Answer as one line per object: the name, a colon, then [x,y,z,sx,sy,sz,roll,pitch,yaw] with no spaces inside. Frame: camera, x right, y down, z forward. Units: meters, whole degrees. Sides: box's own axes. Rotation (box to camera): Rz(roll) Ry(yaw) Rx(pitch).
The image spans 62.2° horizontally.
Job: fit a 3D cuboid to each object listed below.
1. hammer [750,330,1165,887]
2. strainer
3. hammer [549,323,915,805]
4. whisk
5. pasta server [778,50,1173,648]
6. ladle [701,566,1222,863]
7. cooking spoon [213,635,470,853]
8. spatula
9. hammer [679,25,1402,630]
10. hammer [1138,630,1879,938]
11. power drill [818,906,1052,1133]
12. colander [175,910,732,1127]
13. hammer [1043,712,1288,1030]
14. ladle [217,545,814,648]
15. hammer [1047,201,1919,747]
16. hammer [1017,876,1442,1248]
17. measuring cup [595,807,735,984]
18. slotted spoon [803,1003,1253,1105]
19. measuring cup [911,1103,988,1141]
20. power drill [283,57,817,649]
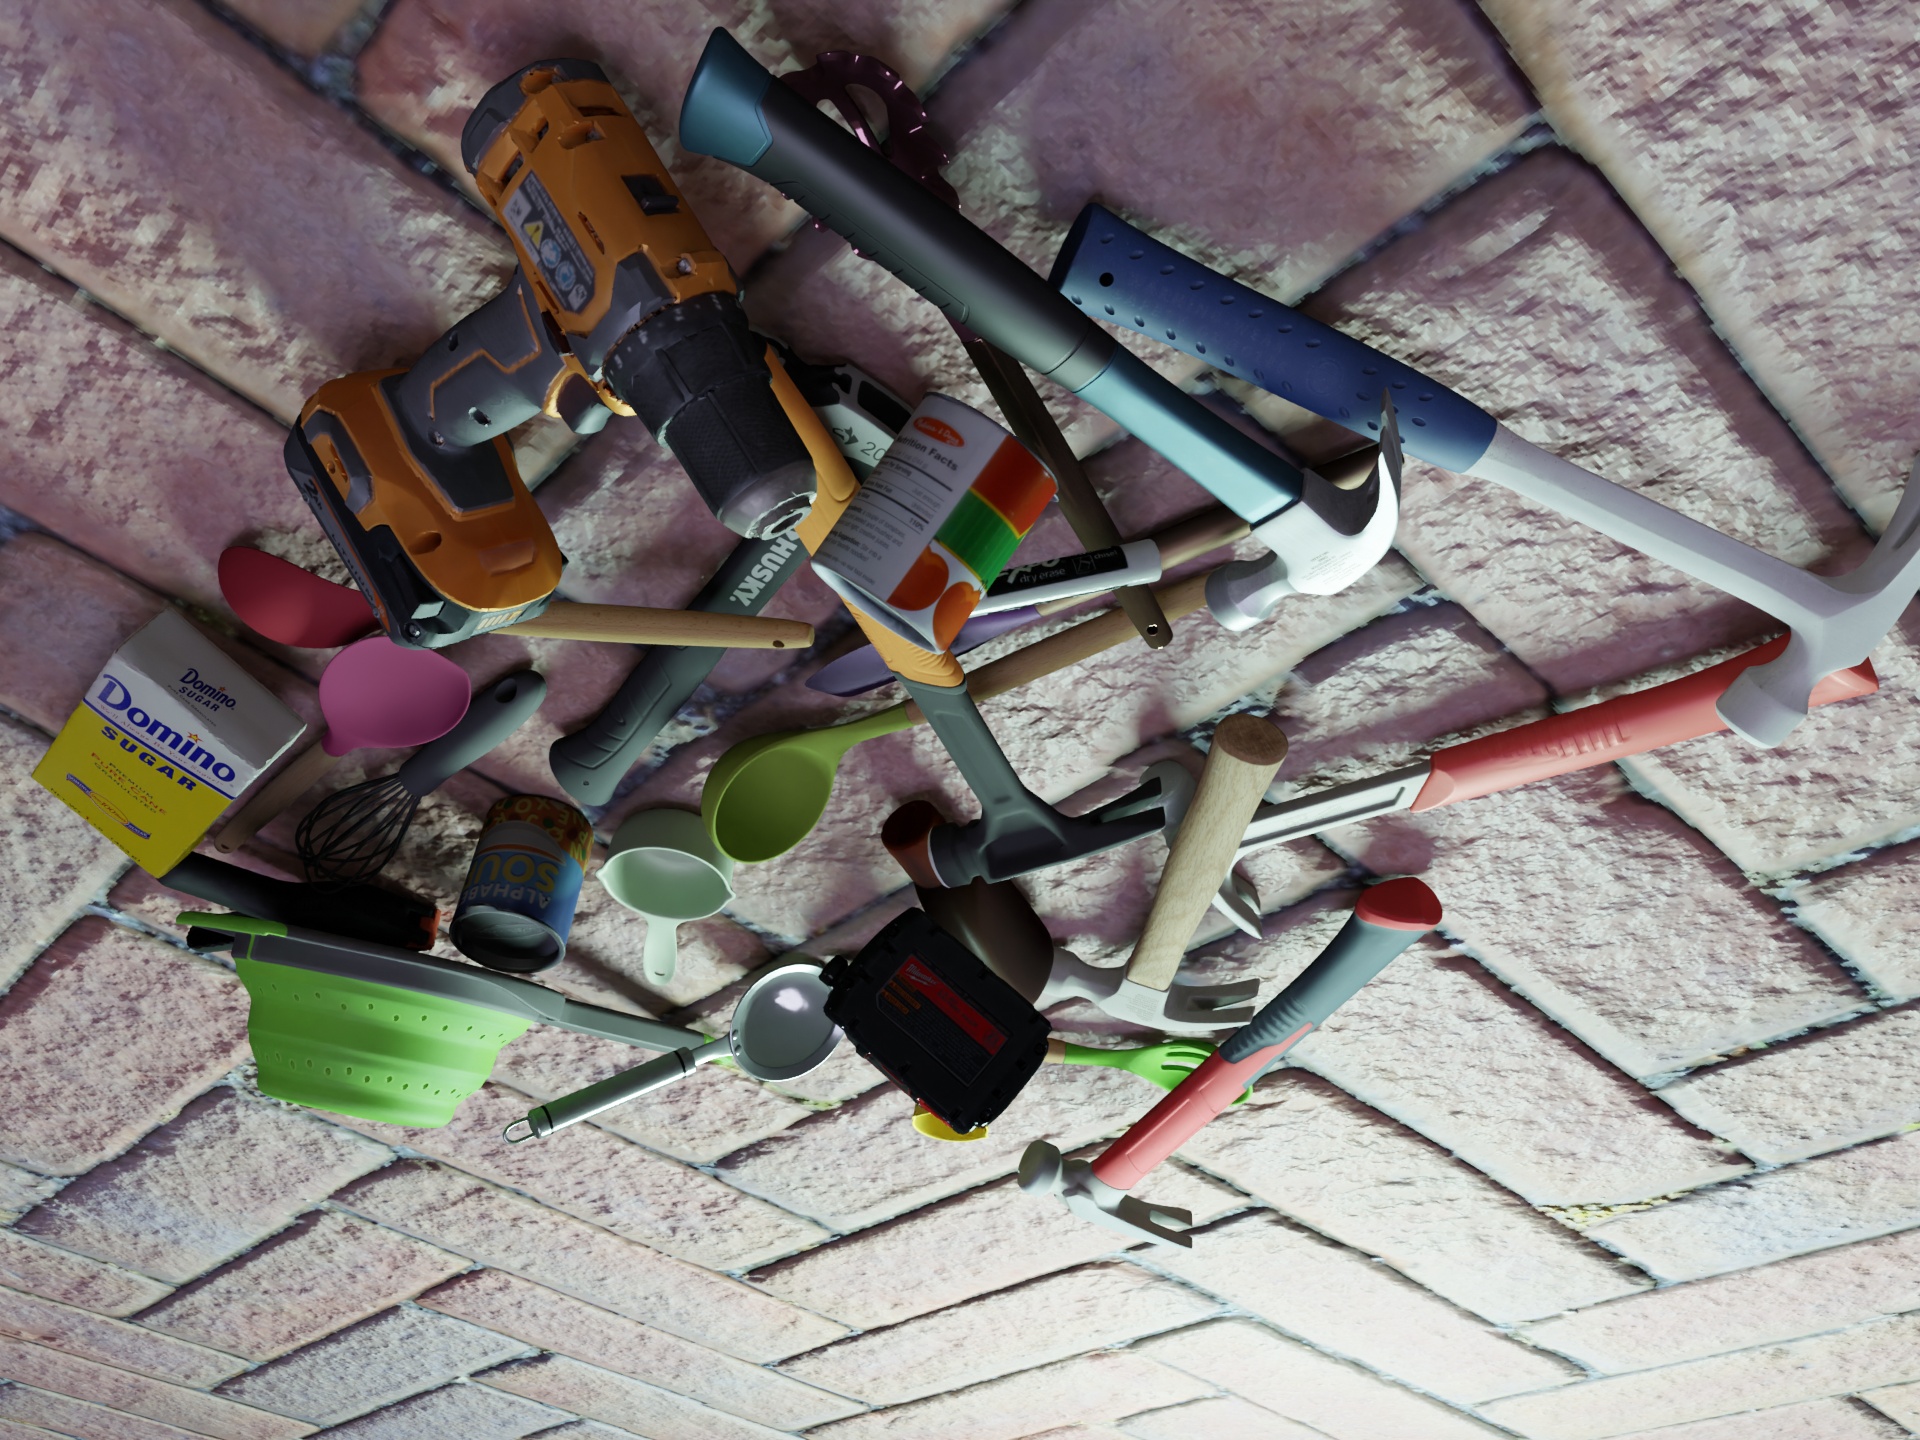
hammer: [-0.018,-0.040,0.730,0.127,0.034,0.336,-17,133,18]
strainer: [-0.173,0.217,1.031,0.258,0.050,0.086,-18,115,-31]
hammer: [-0.118,-0.047,0.792,0.146,0.035,0.334,26,136,-22]
whisk: [-0.308,0.035,0.901,0.239,0.055,0.055,-33,127,32]
pasta server: [0.019,-0.135,0.654,0.060,0.040,0.315,-23,128,18]
ladle: [-0.001,-0.003,0.818,0.320,0.062,0.078,-22,149,25]
cooking spoon: [-0.356,0.021,0.880,0.068,0.017,0.319,33,140,-27]
spatula: [0.058,-0.066,0.759,0.316,0.018,0.059,-21,161,25]
hammer: [0.038,-0.140,0.597,0.330,0.033,0.128,30,145,-26]
hammer: [0.283,0.028,0.838,0.359,0.037,0.149,-19,134,26]
power drill: [-0.026,0.185,0.964,0.143,0.078,0.219,40,165,6]
colander: [-0.297,0.211,0.997,0.204,0.094,0.396,-1,160,38]
hammer: [0.128,0.097,0.889,0.130,0.031,0.331,16,147,5]
ladle: [-0.223,-0.050,0.771,0.315,0.031,0.069,4,144,12]
hammer: [0.227,-0.115,0.661,0.405,0.035,0.144,21,122,-14]
hammer: [0.193,0.234,1.048,0.143,0.038,0.386,25,129,-15]
measuring cup: [-0.181,0.111,0.984,0.083,0.038,0.167,10,141,-6]
slotted spoon: [0.047,0.225,1.102,0.313,0.031,0.070,9,139,-1]
measuring cup: [0.015,0.263,1.142,0.062,0.029,0.156,20,140,-18]
power drill: [-0.161,-0.112,0.627,0.226,0.084,0.185,-36,84,39]
